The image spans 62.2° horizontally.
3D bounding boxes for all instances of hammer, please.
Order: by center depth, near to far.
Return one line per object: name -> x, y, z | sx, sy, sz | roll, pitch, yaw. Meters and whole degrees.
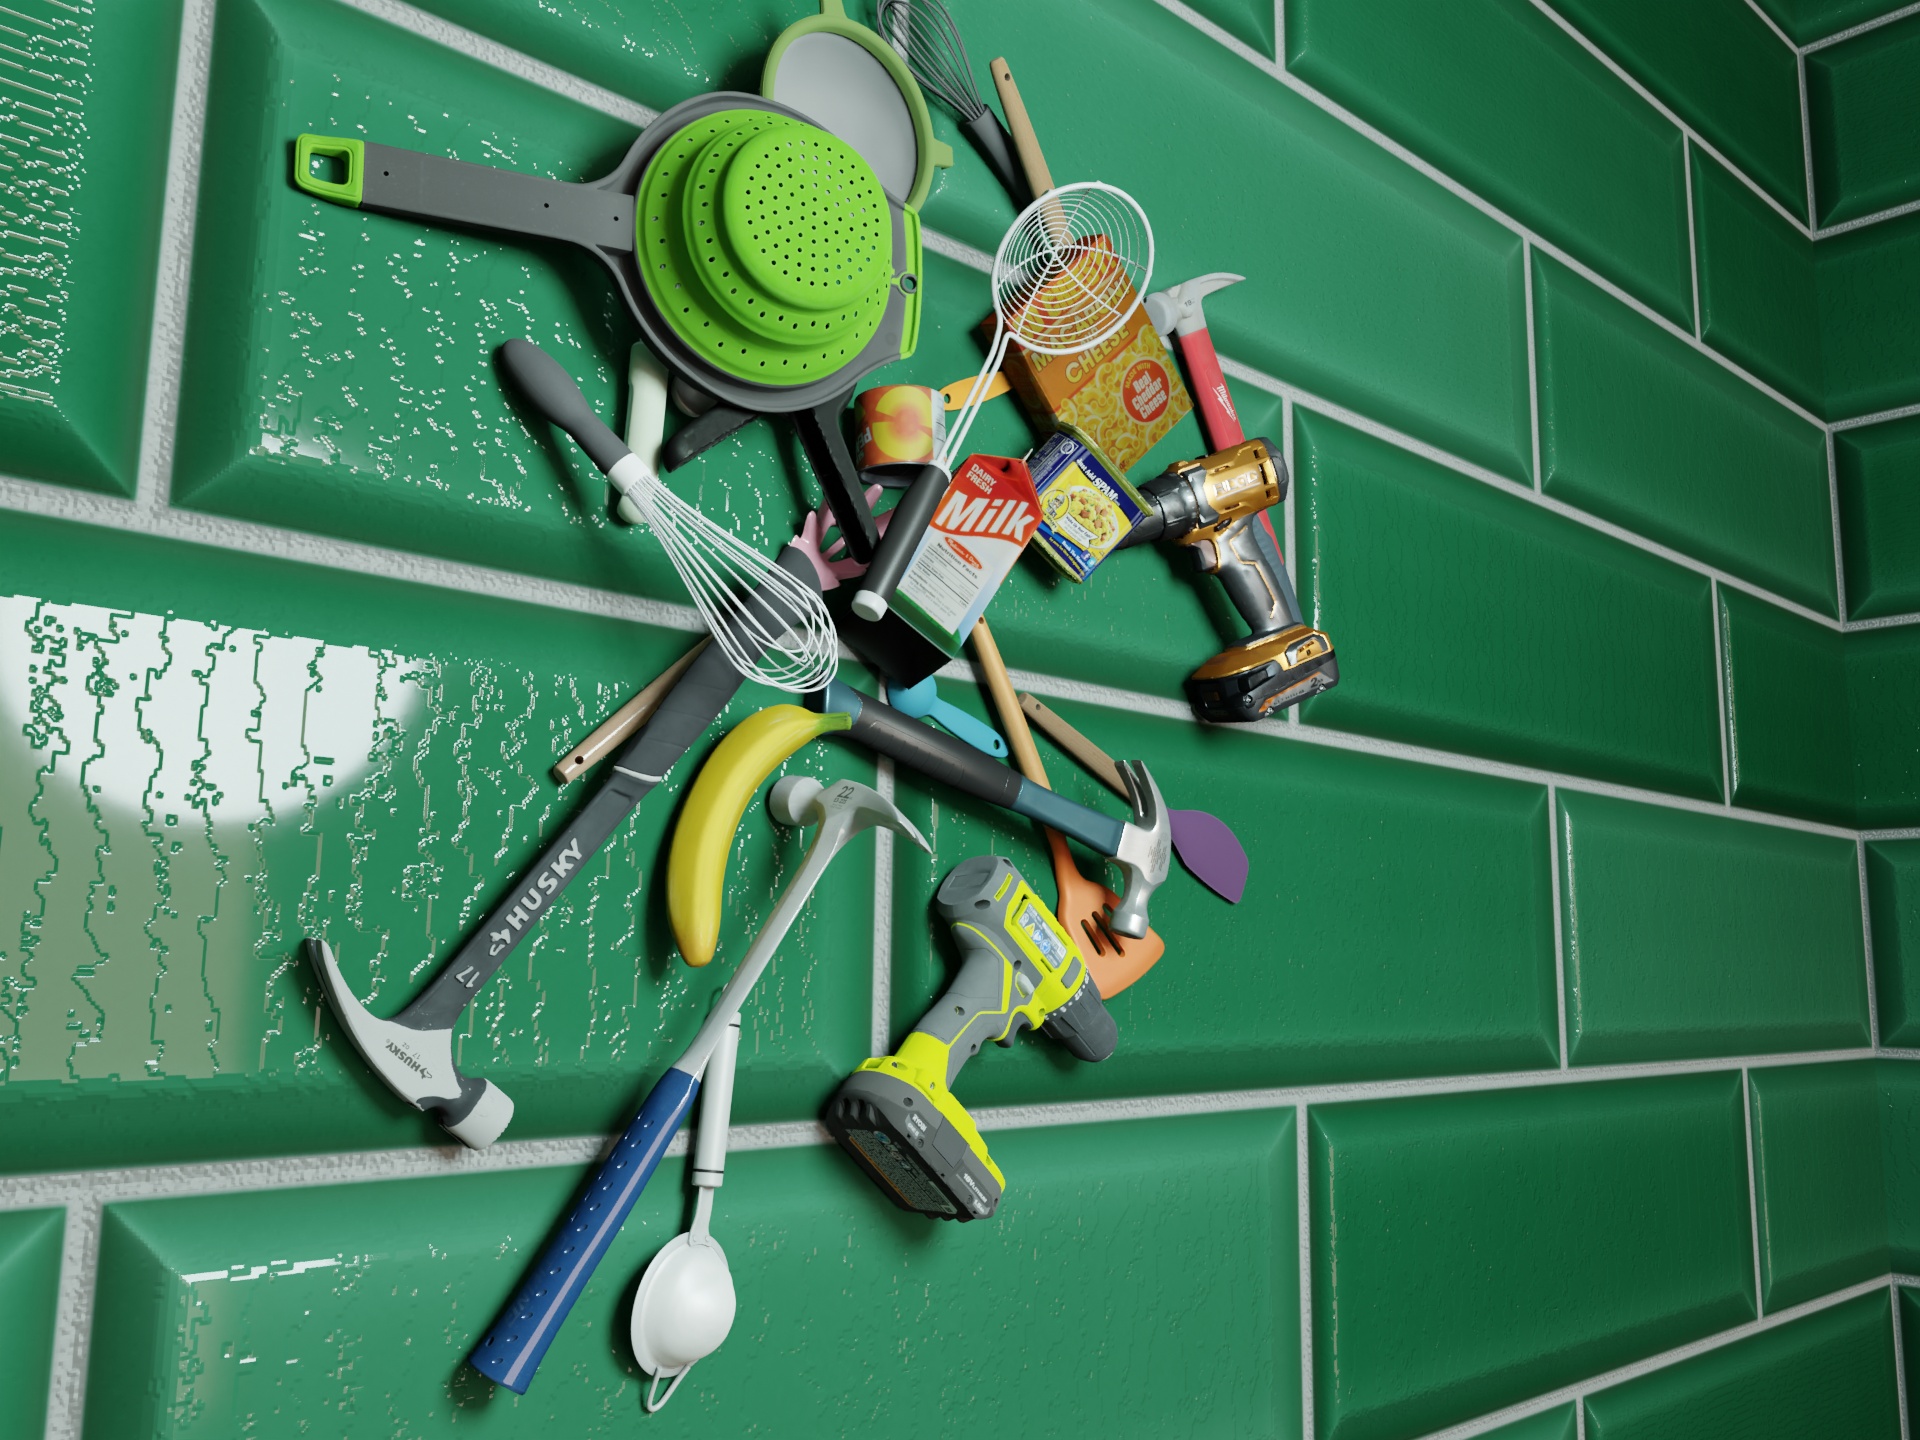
hammer -> -0.209, 0.043, 0.948 | 0.149, 0.036, 0.409 | 49, 60, -25
hammer -> -0.156, 0.203, 0.951 | 0.035, 0.144, 0.406 | 48, 61, -34
hammer -> 0.027, 0.048, 1.164 | 0.330, 0.033, 0.128 | 26, 72, -29
hammer -> 0.268, -0.215, 1.457 | 0.143, 0.038, 0.386 | -31, 105, -43

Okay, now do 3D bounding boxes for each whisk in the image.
whisk -> -0.179, -0.124, 0.961 | 0.284, 0.070, 0.070 | 47, 52, 0
whisk -> -0.199, -0.246, 1.022 | 0.059, 0.058, 0.246 | 5, 82, -8
whisk -> 0.014, -0.479, 1.255 | 0.238, 0.055, 0.055 | 44, 56, -35

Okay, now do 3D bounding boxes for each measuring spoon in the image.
measuring spoon -> -0.156, -0.238, 1.081 | 0.124, 0.018, 0.034 | -46, 113, -44
measuring spoon -> -0.002, -0.004, 1.182 | 0.128, 0.021, 0.042 | 32, 63, -36
measuring spoon -> 0.019, -0.262, 1.250 | 0.117, 0.011, 0.021 | -26, 110, -39

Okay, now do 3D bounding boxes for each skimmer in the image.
skimmer -> 0.030, -0.219, 1.100 | 0.127, 0.090, 0.363 | 49, 56, -42

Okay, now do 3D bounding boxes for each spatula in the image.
spatula -> 0.069, 0.058, 1.223 | 0.081, 0.041, 0.322 | -31, 107, -34
spatula -> 0.093, -0.382, 1.291 | 0.082, 0.044, 0.317 | -41, 124, -23
spatula -> 0.150, 0.061, 1.318 | 0.315, 0.018, 0.060 | 37, 60, -35

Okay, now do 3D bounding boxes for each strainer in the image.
strainer -> -0.157, 0.291, 0.984 | 0.086, 0.050, 0.259 | 29, 61, -54
strainer -> -0.119, -0.369, 1.098 | 0.151, 0.069, 0.256 | 47, 60, -30

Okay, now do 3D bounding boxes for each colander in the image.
colander -> -0.181, -0.305, 0.952 | 0.397, 0.094, 0.204 | 3, 87, -29

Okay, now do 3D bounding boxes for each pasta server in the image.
pasta server -> -0.148, -0.060, 1.044 | 0.060, 0.040, 0.316 | 48, 54, -4

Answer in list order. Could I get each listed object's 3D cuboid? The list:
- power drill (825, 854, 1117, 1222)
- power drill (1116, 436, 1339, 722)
power drill -> 0.021, 0.236, 1.133 | 0.190, 0.080, 0.229 | 54, 50, -24
power drill -> 0.217, -0.112, 1.357 | 0.185, 0.084, 0.226 | -22, 99, -25
